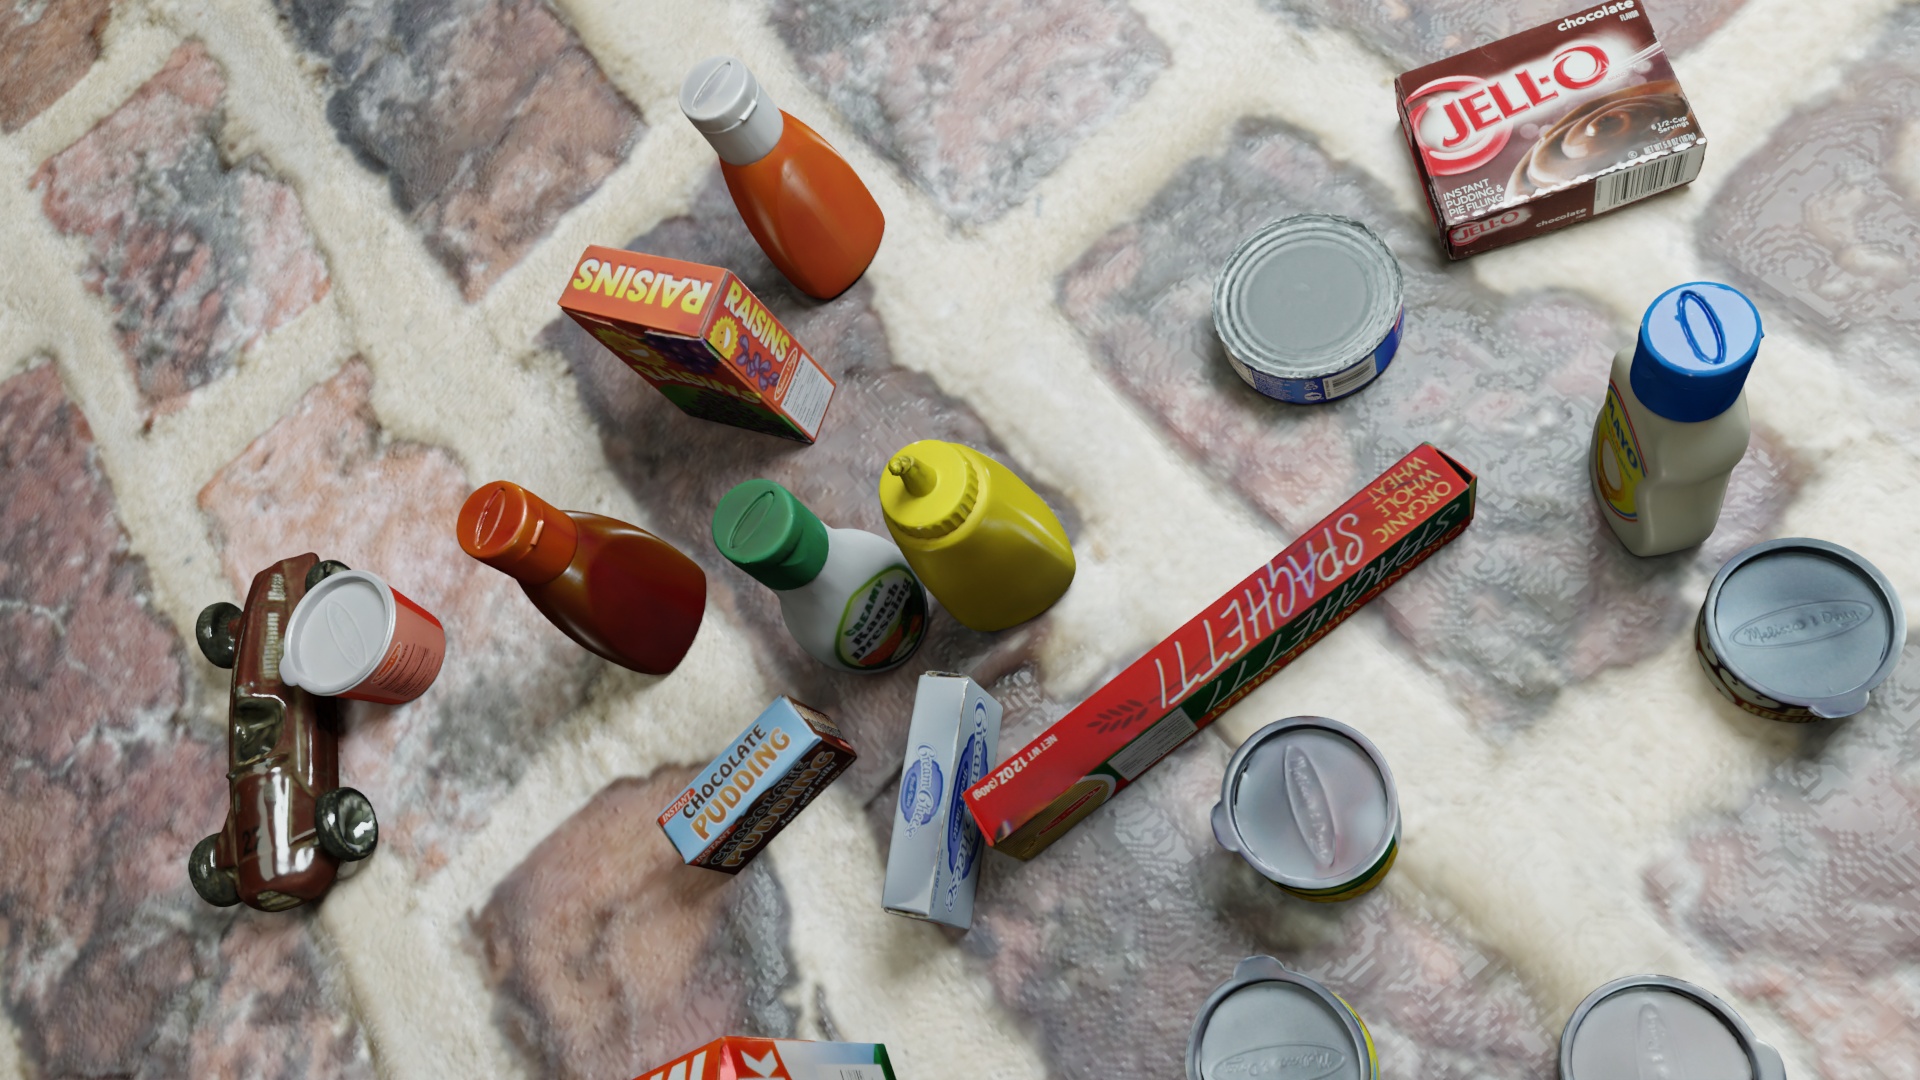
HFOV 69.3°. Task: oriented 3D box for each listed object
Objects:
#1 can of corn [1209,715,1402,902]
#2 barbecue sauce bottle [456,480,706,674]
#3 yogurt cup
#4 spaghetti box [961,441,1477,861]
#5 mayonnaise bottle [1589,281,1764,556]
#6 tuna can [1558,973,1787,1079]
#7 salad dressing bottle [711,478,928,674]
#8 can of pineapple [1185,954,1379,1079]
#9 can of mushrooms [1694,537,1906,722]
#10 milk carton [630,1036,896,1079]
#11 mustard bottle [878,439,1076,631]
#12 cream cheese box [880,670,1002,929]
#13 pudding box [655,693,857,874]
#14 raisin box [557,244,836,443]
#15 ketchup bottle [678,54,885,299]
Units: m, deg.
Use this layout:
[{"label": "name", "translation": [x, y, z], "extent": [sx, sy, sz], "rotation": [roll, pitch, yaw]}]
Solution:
[{"label": "can of corn", "translation": [0.139, 0.109, 0.555], "extent": [0.071, 0.058, 0.071], "rotation": [-7, 68, 17]}, {"label": "barbecue sauce bottle", "translation": [-0.175, 0.016, 0.654], "extent": [0.044, 0.148, 0.065], "rotation": [11, 74, 23]}, {"label": "yogurt cup", "translation": [-0.314, 0.055, 0.741], "extent": [0.072, 0.054, 0.072], "rotation": [-7, 68, 17]}, {"label": "spaghetti box", "translation": [0.112, 0.050, 0.593], "extent": [0.250, 0.050, 0.029], "rotation": [-38, 62, 2]}, {"label": "mayonnaise bottle", "translation": [0.266, -0.045, 0.520], "extent": [0.041, 0.147, 0.065], "rotation": [-16, 65, 14]}, {"label": "tuna can", "translation": [0.252, 0.190, 0.497], "extent": [0.071, 0.032, 0.071], "rotation": [-7, 67, 17]}, {"label": "salad dressing bottle", "translation": [-0.060, 0.017, 0.612], "extent": [0.044, 0.147, 0.064], "rotation": [32, 83, 27]}, {"label": "can of pineapple", "translation": [0.123, 0.197, 0.526], "extent": [0.071, 0.057, 0.071], "rotation": [-7, 68, 17]}, {"label": "can of mushrooms", "translation": [0.320, 0.037, 0.532], "extent": [0.071, 0.033, 0.071], "rotation": [-7, 67, 17]}, {"label": "milk carton", "translation": [-0.082, 0.232, 0.511], "extent": [0.072, 0.190, 0.074], "rotation": [-27, 63, 8]}, {"label": "mustard bottle", "translation": [0.002, -0.007, 0.593], "extent": [0.065, 0.160, 0.049], "rotation": [-33, 63, 6]}, {"label": "cream cheese box", "translation": [-0.007, 0.114, 0.608], "extent": [0.024, 0.053, 0.104], "rotation": [2, 70, 21]}, {"label": "pudding box", "translation": [-0.094, 0.113, 0.642], "extent": [0.084, 0.049, 0.030], "rotation": [-44, 62, -1]}, {"label": "raisin box", "translation": [-0.128, -0.096, 0.695], "extent": [0.086, 0.123, 0.040], "rotation": [15, 76, 24]}, {"label": "ketchup bottle", "translation": [-0.089, -0.183, 0.702], "extent": [0.043, 0.148, 0.065], "rotation": [30, 82, 27]}]
